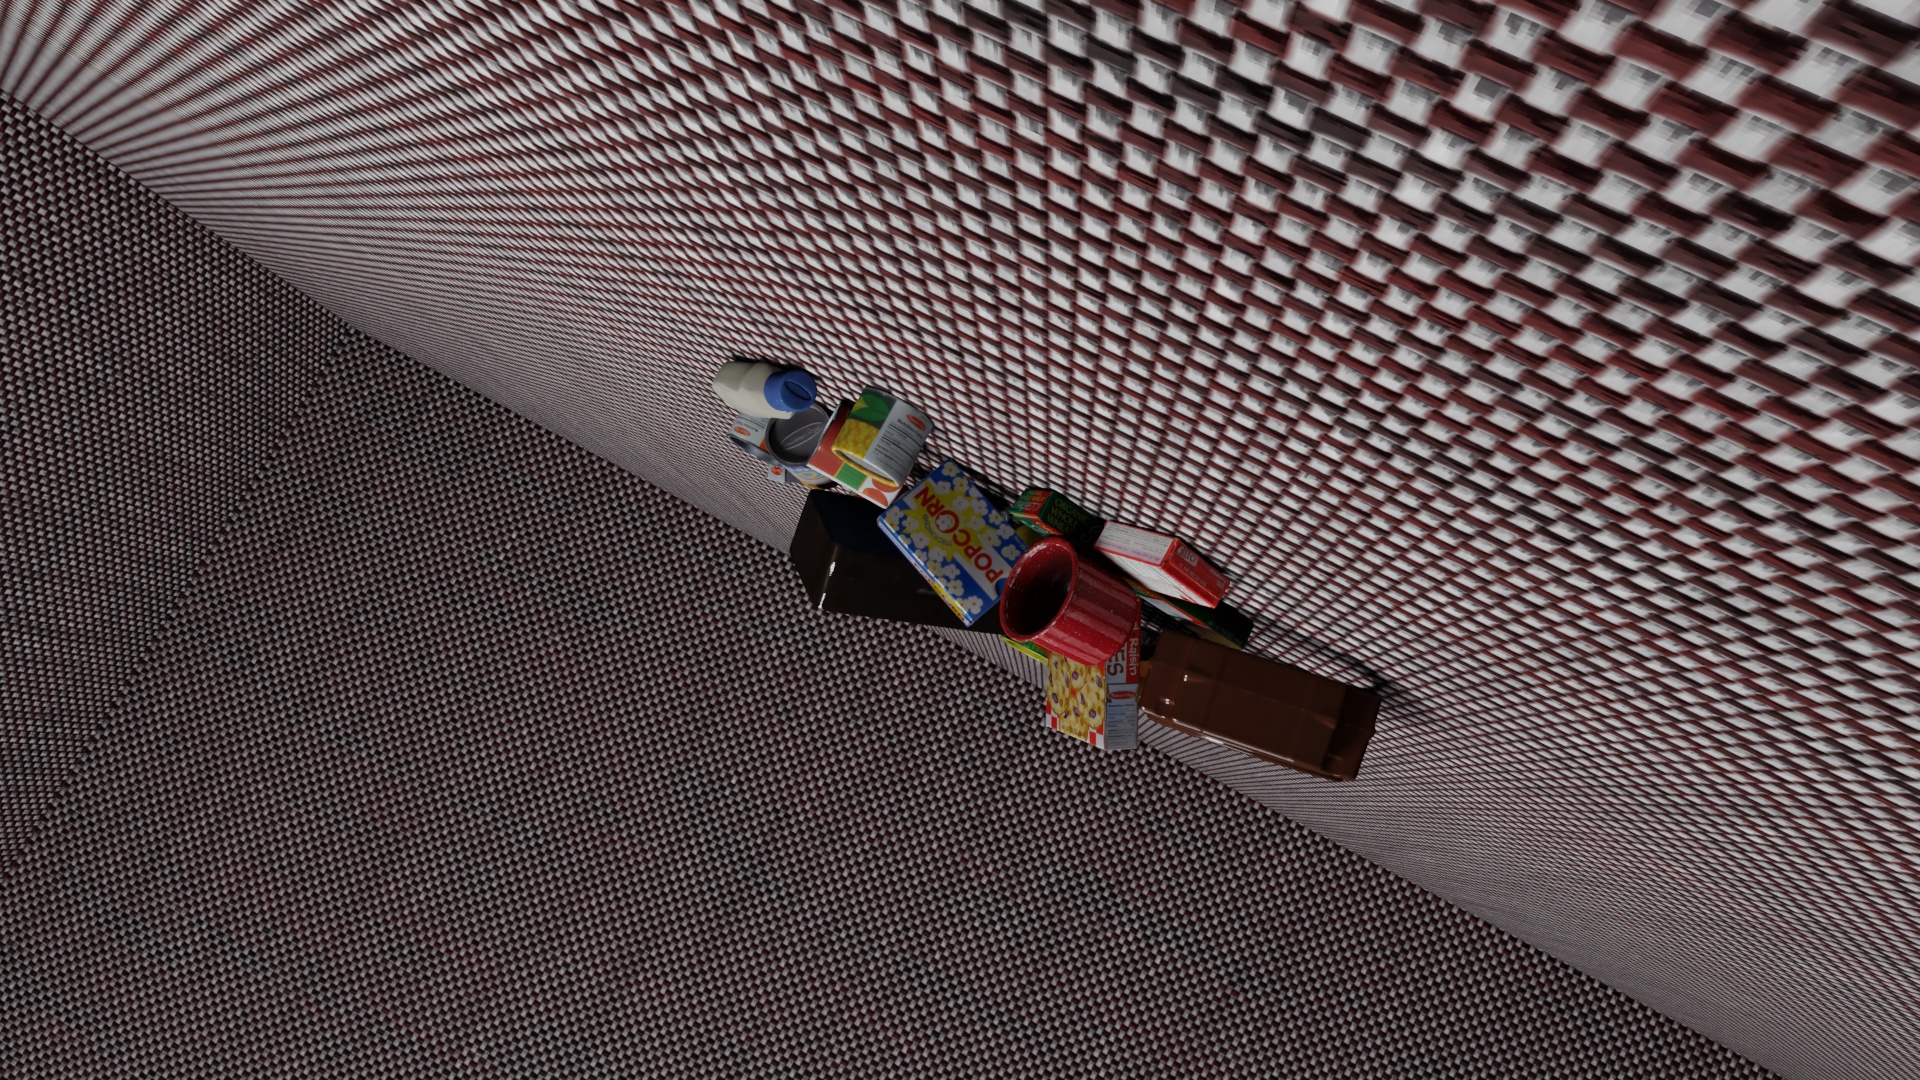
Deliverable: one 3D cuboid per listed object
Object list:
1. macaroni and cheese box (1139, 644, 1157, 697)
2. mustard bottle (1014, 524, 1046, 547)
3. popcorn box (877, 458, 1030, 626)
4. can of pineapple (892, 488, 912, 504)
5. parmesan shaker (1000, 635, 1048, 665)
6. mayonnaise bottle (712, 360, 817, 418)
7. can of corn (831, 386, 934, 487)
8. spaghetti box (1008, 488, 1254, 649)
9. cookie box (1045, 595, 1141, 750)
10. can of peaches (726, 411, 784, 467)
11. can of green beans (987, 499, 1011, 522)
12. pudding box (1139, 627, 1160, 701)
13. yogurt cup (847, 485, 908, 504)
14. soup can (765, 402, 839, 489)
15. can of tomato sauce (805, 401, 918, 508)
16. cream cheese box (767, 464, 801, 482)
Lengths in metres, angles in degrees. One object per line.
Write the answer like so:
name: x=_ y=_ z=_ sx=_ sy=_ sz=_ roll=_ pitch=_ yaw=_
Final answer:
macaroni and cheese box: x=0.182 y=0.137 z=1.464 sx=0.124 sy=0.040 sz=0.166 roll=-2 pitch=-179 yaw=10
mustard bottle: x=0.077 y=0.012 z=1.308 sx=0.065 sy=0.049 sz=0.160 roll=37 pitch=170 yaw=-19
popcorn box: x=-0.002 y=0.002 z=1.233 sx=0.127 sy=0.085 sz=0.038 roll=48 pitch=165 yaw=6
can of pineapple: x=-0.039 y=-0.016 z=1.478 sx=0.058 sy=0.071 sz=0.071 roll=34 pitch=170 yaw=-36
parmesan shaker: x=0.094 y=0.071 z=1.428 sx=0.071 sy=0.103 sz=0.071 roll=27 pitch=172 yaw=4
mayonnaise bottle: x=-0.173 y=-0.136 z=1.253 sx=0.064 sy=0.041 sz=0.148 roll=32 pitch=170 yaw=-27
can of corn: x=-0.066 y=-0.084 z=1.139 sx=0.071 sy=0.058 sz=0.071 roll=28 pitch=172 yaw=5
spaghetti box: x=0.152 y=0.026 z=1.208 sx=0.250 sy=0.029 sz=0.050 roll=32 pitch=171 yaw=-25
cookie box: x=0.125 y=0.105 z=1.324 sx=0.040 sy=0.167 sz=0.123 roll=0 pitch=-177 yaw=-22
can of peaches: x=-0.192 y=-0.113 z=1.401 sx=0.071 sy=0.058 sz=0.071 roll=27 pitch=172 yaw=4
can of green beans: x=0.003 y=-0.015 z=1.311 sx=0.058 sy=0.071 sz=0.071 roll=32 pitch=174 yaw=20
pudding box: x=0.200 y=0.142 z=1.601 sx=0.050 sy=0.084 sz=0.030 roll=22 pitch=167 yaw=40
yogurt cup: x=-0.091 y=-0.043 z=1.521 sx=0.072 sy=0.054 sz=0.072 roll=28 pitch=172 yaw=4
soup can: x=-0.143 y=-0.089 z=1.344 sx=0.071 sy=0.071 sz=0.083 roll=26 pitch=172 yaw=18
can of tomato sauce: x=-0.086 y=-0.077 z=1.242 sx=0.083 sy=0.071 sz=0.071 roll=29 pitch=172 yaw=-9
cream cheese box: x=-0.145 y=-0.073 z=1.462 sx=0.104 sy=0.024 sz=0.053 roll=0 pitch=-173 yaw=-28
